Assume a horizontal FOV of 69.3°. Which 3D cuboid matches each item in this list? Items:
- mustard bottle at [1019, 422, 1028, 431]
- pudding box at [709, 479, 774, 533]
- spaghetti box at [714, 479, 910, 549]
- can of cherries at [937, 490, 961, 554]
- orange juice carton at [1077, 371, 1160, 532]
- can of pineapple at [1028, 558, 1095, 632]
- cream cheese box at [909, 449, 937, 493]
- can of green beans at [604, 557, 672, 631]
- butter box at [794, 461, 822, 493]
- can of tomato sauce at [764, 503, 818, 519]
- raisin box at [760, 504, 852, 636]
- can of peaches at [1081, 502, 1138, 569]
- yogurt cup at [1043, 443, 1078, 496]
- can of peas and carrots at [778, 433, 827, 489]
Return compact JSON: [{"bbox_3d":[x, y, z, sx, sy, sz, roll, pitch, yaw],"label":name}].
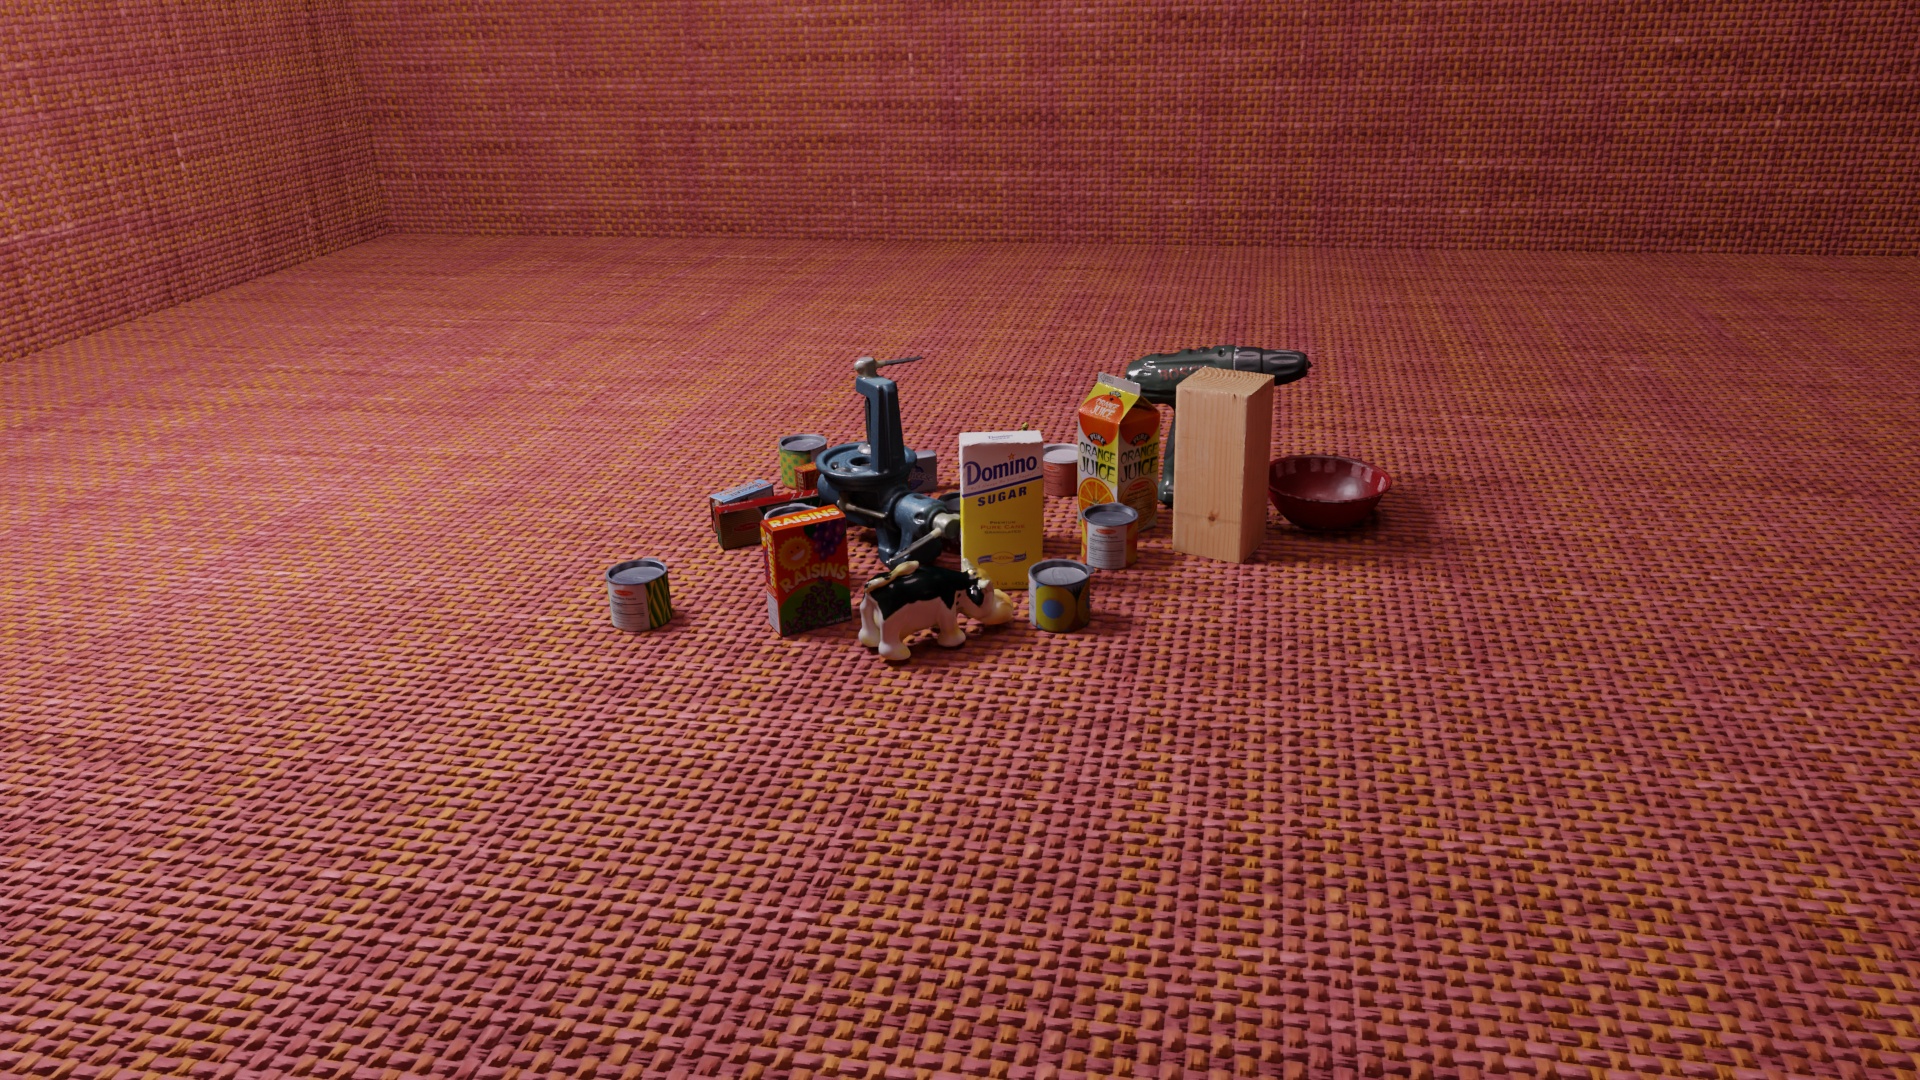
[{"bbox_3d":[0.074,-0.065,1.644,0.049,0.159,0.065,-1,23,2],"label":"mustard bottle"},{"bbox_3d":[-0.274,-0.042,1.753,0.030,0.049,0.084,19,31,40],"label":"pudding box"},{"bbox_3d":[-0.181,-0.037,1.735,0.251,0.050,0.029,-11,25,-22],"label":"spaghetti box"},{"bbox_3d":[0.006,-0.021,1.674,0.071,0.058,0.072,-1,23,1],"label":"can of cherries"},{"bbox_3d":[0.192,-0.106,1.691,0.073,0.191,0.072,-18,28,-34],"label":"orange juice carton"},{"bbox_3d":[0.108,0.059,1.483,0.071,0.057,0.071,-1,23,1],"label":"can of pineapple"},{"bbox_3d":[-0.082,-0.087,1.839,0.104,0.053,0.024,-8,24,-15],"label":"cream cheese box"},{"bbox_3d":[-0.349,0.059,1.512,0.071,0.057,0.071,-1,23,1],"label":"can of green beans"},{"bbox_3d":[-0.169,-0.082,1.835,0.104,0.053,0.024,-19,28,-34],"label":"butter box"},{"bbox_3d":[-0.187,0.009,1.587,0.071,0.082,0.071,-1,23,1],"label":"can of tomato sauce"},{"bbox_3d":[-0.163,0.032,1.482,0.086,0.122,0.040,-12,25,-24],"label":"raisin box"},{"bbox_3d":[0.176,-0.005,1.628,0.071,0.057,0.071,-1,23,1],"label":"can of peaches"},{"bbox_3d":[0.136,-0.092,1.837,0.072,0.053,0.073,-1,23,1],"label":"yogurt cup"},{"bbox_3d":[-0.215,-0.108,1.890,0.071,0.058,0.071,-1,23,1],"label":"can of peas and carrots"}]
